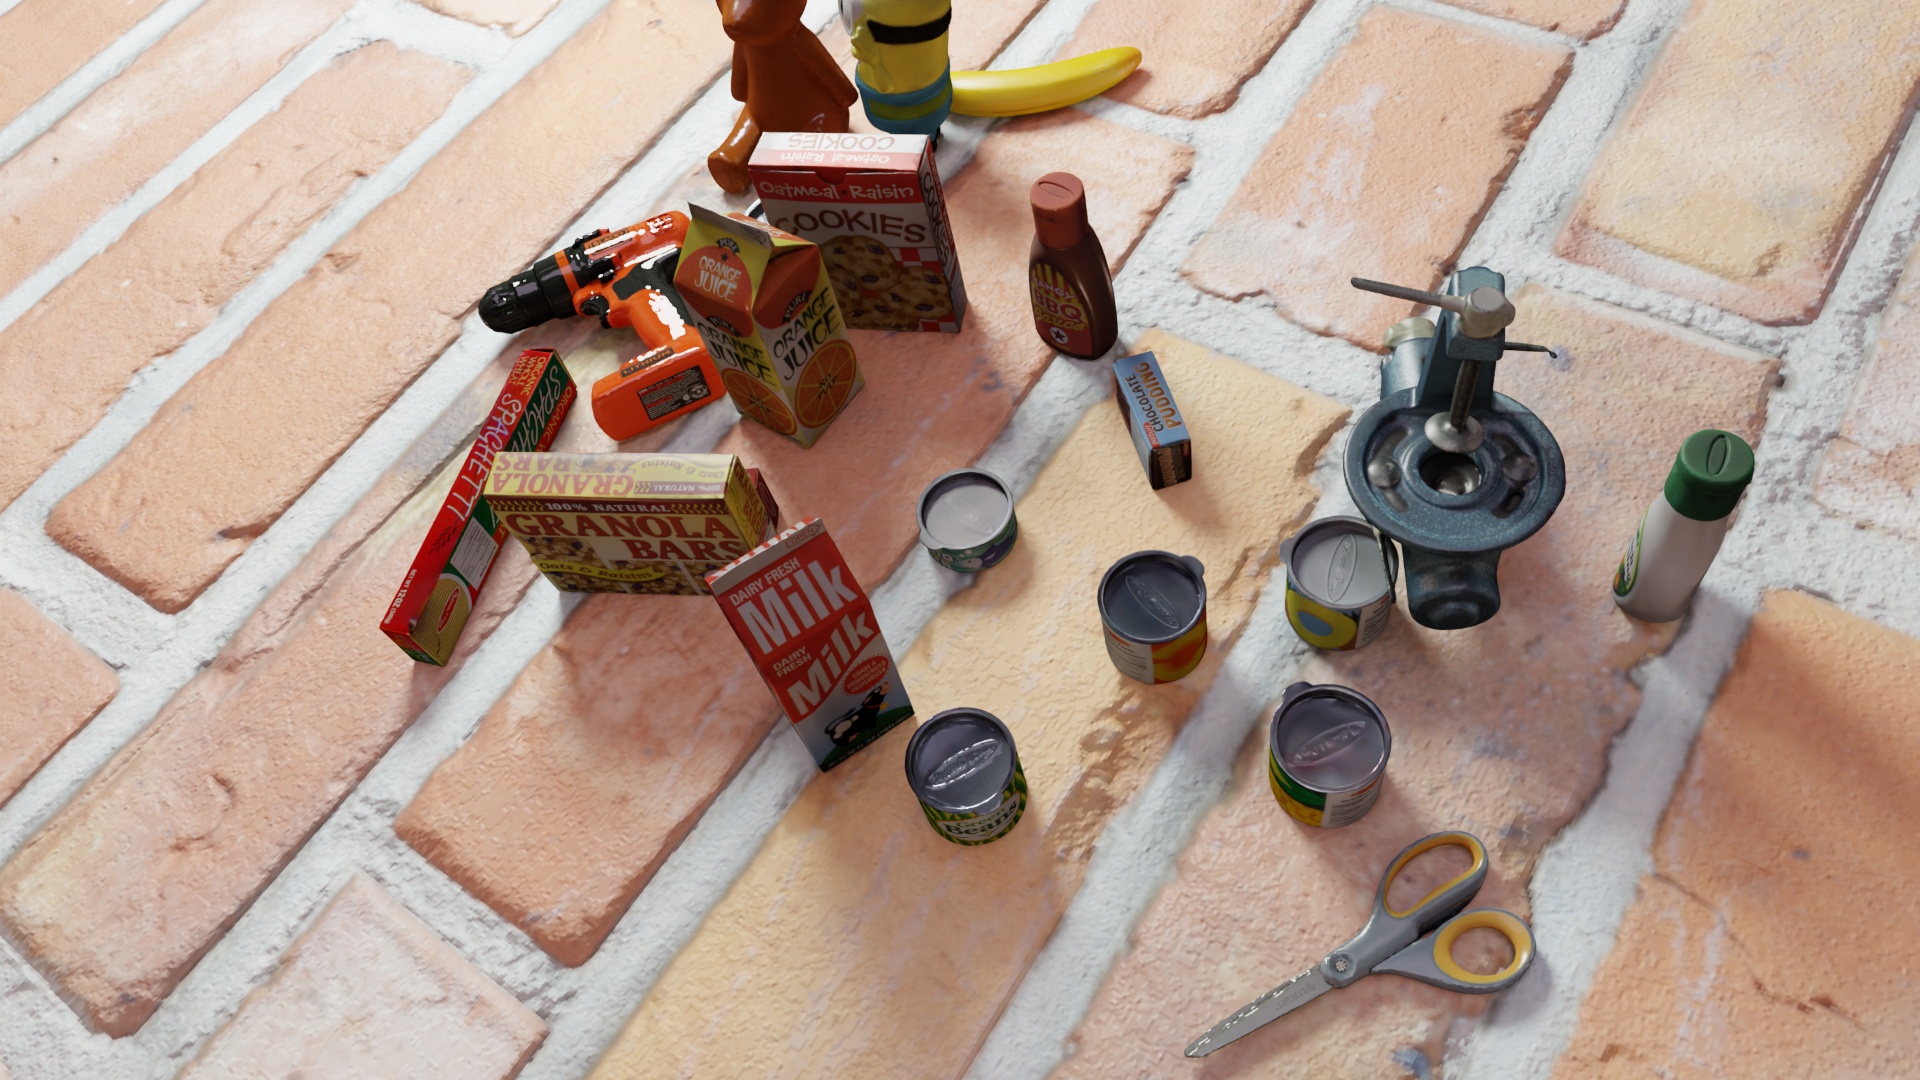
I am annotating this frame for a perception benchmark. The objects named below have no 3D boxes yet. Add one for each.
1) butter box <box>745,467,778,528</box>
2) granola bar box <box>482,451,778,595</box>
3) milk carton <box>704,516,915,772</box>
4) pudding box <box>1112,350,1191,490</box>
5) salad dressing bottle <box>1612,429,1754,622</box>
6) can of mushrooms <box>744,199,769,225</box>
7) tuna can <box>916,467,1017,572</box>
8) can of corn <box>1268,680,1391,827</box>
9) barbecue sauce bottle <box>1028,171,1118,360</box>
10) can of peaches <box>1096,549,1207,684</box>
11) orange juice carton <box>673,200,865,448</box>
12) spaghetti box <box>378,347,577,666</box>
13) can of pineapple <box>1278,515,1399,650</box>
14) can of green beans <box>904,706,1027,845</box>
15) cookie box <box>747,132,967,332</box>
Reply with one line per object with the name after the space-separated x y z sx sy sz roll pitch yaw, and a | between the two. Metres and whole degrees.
-0.184 -0.023 0.971 0.103 0.053 0.024 -4 57 8 | butter box
-0.213 -0.009 0.924 0.165 0.123 0.039 1 58 11 | granola bar box
-0.090 0.055 0.820 0.072 0.189 0.073 -33 58 -10 | milk carton
0.131 -0.083 0.952 0.030 0.049 0.084 -17 56 0 | pudding box
0.411 -0.007 0.792 0.044 0.147 0.064 19 63 21 | salad dressing bottle
-0.139 -0.248 1.119 0.071 0.033 0.071 -5 57 8 | can of mushrooms
0.003 -0.012 0.940 0.071 0.032 0.071 -5 57 8 | tuna can
0.210 0.123 0.799 0.071 0.058 0.071 -5 57 8 | can of corn
0.075 -0.192 0.974 0.065 0.148 0.044 29 67 26 | barbecue sauce bottle
0.122 0.047 0.865 0.071 0.057 0.071 -5 57 8 | can of peaches
-0.134 -0.156 0.964 0.072 0.191 0.073 27 66 25 | orange juice carton
-0.343 -0.030 1.007 0.029 0.050 0.251 7 59 15 | spaghetti box
0.233 0.026 0.858 0.071 0.057 0.071 -5 57 8 | can of pineapple
0.004 0.141 0.826 0.071 0.057 0.071 -5 57 8 | can of green beans
-0.070 -0.220 1.008 0.123 0.166 0.040 4 59 14 | cookie box
